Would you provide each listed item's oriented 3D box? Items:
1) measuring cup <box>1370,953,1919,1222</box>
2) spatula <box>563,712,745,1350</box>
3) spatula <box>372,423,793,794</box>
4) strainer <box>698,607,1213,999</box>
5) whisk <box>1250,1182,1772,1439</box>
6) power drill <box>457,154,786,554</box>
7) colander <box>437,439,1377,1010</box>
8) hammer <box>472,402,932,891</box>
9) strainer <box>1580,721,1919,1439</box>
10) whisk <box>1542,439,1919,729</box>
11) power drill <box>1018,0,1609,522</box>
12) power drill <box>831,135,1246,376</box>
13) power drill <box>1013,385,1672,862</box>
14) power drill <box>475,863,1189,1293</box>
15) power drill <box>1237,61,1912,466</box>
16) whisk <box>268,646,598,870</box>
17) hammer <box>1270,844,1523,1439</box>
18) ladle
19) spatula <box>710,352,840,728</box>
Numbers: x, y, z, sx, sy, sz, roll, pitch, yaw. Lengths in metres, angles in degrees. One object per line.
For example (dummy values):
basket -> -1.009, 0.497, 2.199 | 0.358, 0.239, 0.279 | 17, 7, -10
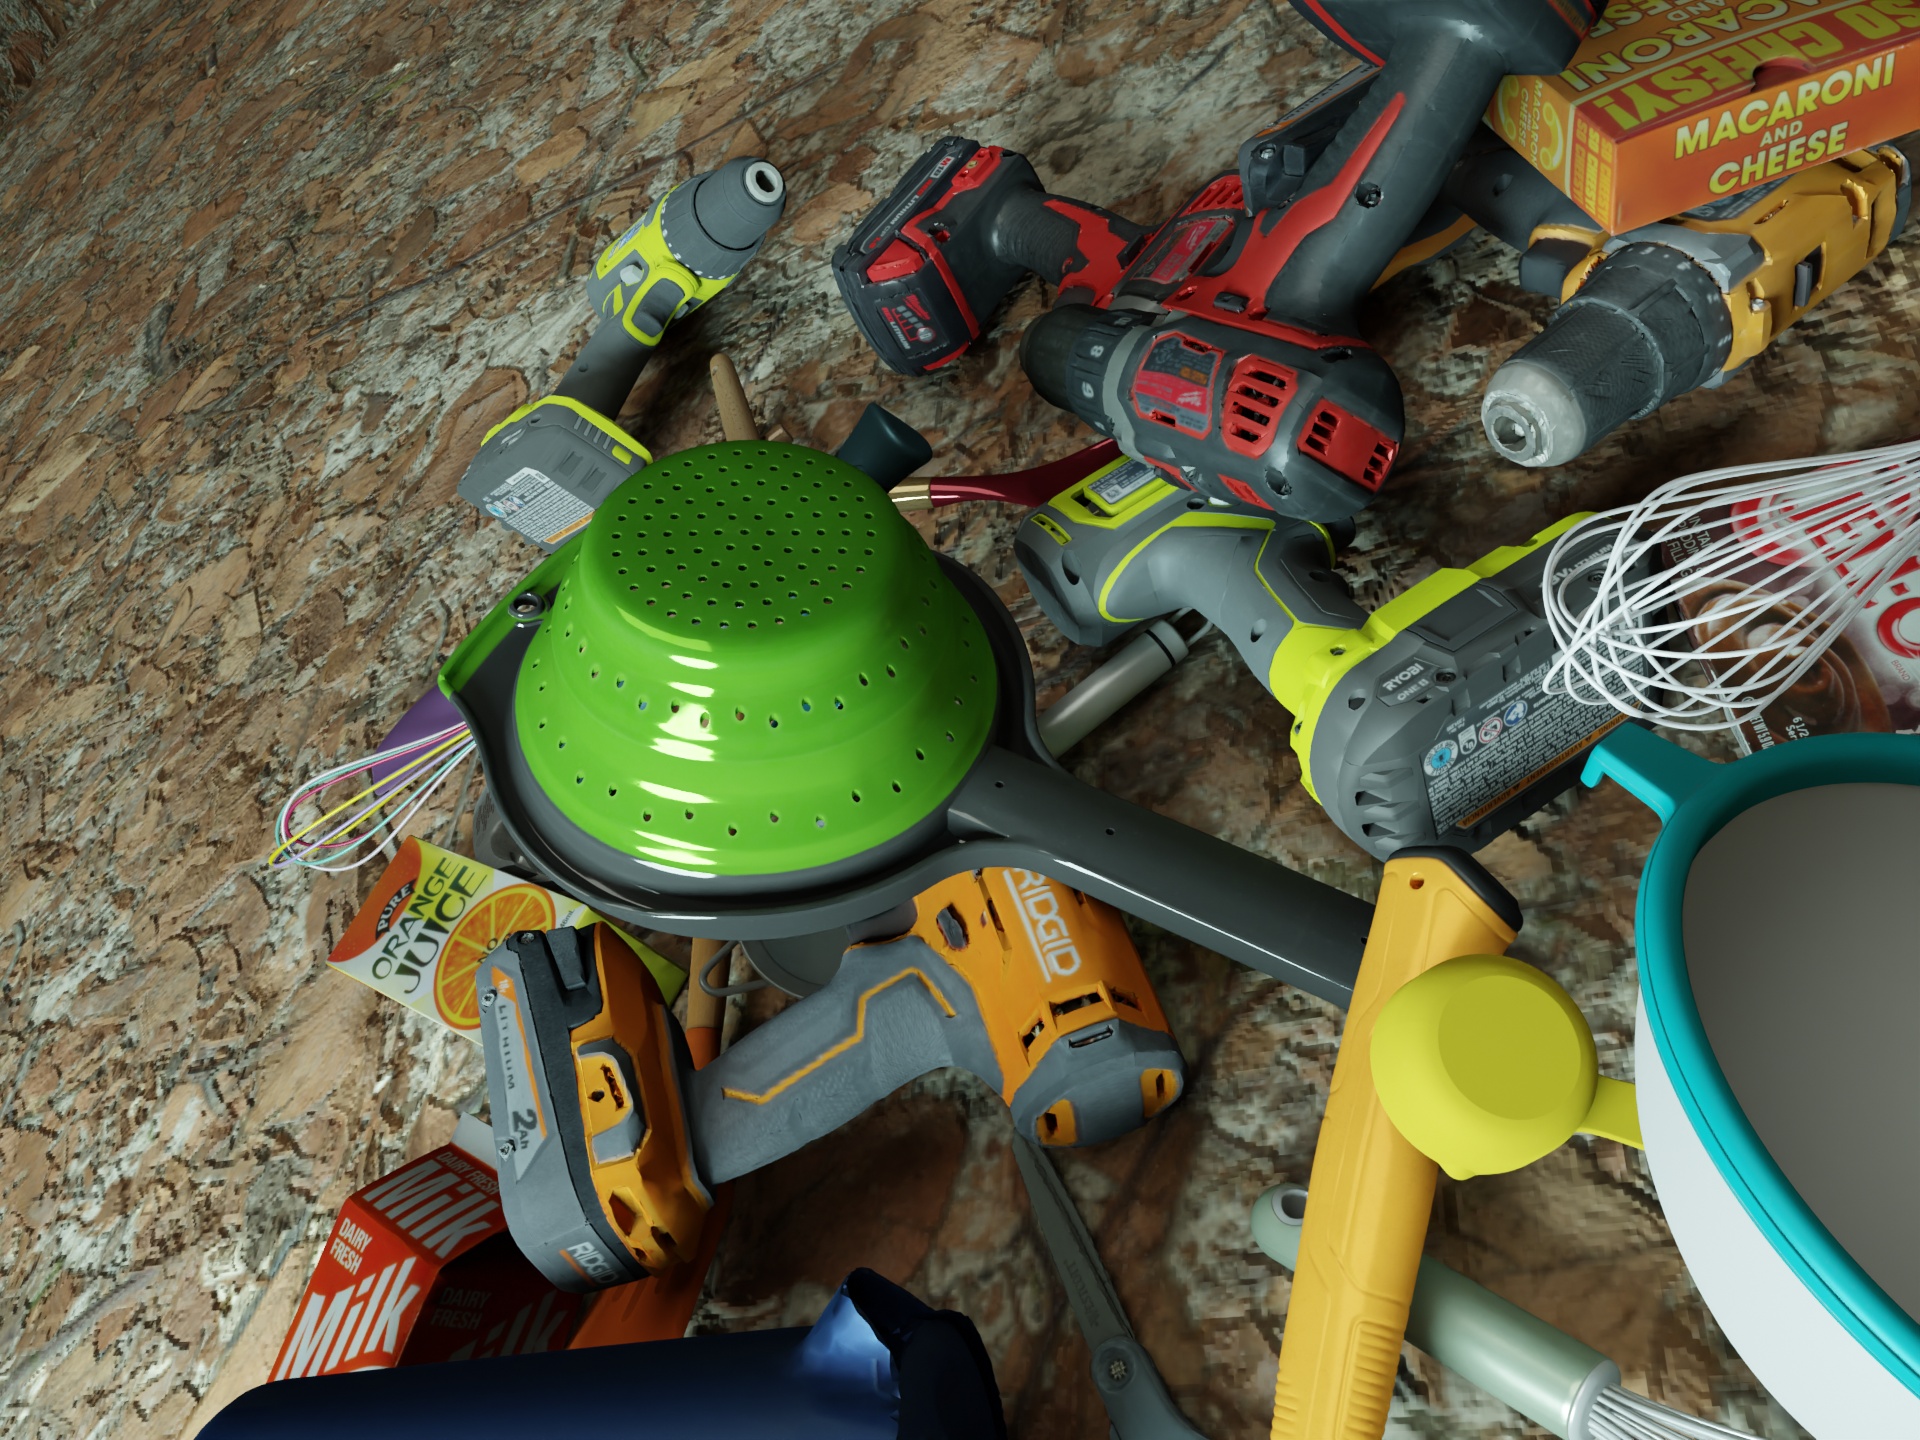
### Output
measuring cup -> 0.189, 0.103, 0.422 | 0.156, 0.029, 0.062 | 15, 65, 5
spatula -> -0.113, 0.105, 0.669 | 0.081, 0.041, 0.323 | -27, 51, 41
spatula -> -0.221, -0.066, 0.908 | 0.316, 0.018, 0.060 | -38, 42, 8
strainer -> 0.004, 0.035, 0.656 | 0.258, 0.050, 0.087 | -38, 64, -3
whisk -> 0.175, 0.185, 0.420 | 0.058, 0.059, 0.246 | -24, 28, -34
power drill -> -0.191, -0.220, 0.931 | 0.190, 0.080, 0.229 | -12, 50, 54
colander -> -0.001, -0.002, 0.540 | 0.397, 0.094, 0.205 | 23, 52, 16
hammer -> -0.132, -0.032, 0.742 | 0.331, 0.033, 0.128 | -40, 39, 29
strainer -> 0.236, 0.152, 0.317 | 0.211, 0.095, 0.341 | 9, 45, -4
whisk -> 0.277, -0.068, 0.459 | 0.284, 0.070, 0.070 | -23, 40, -20
power drill -> 0.116, -0.195, 0.584 | 0.188, 0.080, 0.226 | 36, 104, 52
power drill -> 0.047, -0.213, 0.782 | 0.220, 0.078, 0.143 | 24, 69, 40
power drill -> 0.142, -0.057, 0.592 | 0.171, 0.080, 0.223 | -32, 40, -9
power drill -> -0.051, 0.097, 0.577 | 0.226, 0.084, 0.164 | -18, 51, -4
power drill -> 0.209, -0.183, 0.619 | 0.185, 0.084, 0.226 | -37, 44, -17
whisk -> -0.282, 0.013, 0.880 | 0.245, 0.047, 0.051 | -32, 57, 6
hammer -> 0.094, 0.192, 0.436 | 0.127, 0.034, 0.337 | -2, 62, 43
ladle -> -0.037, -0.107, 0.755 | 0.315, 0.031, 0.069 | -2, 39, 20
spatula -> -0.102, -0.094, 0.812 | 0.082, 0.044, 0.318 | -46, 45, 28
